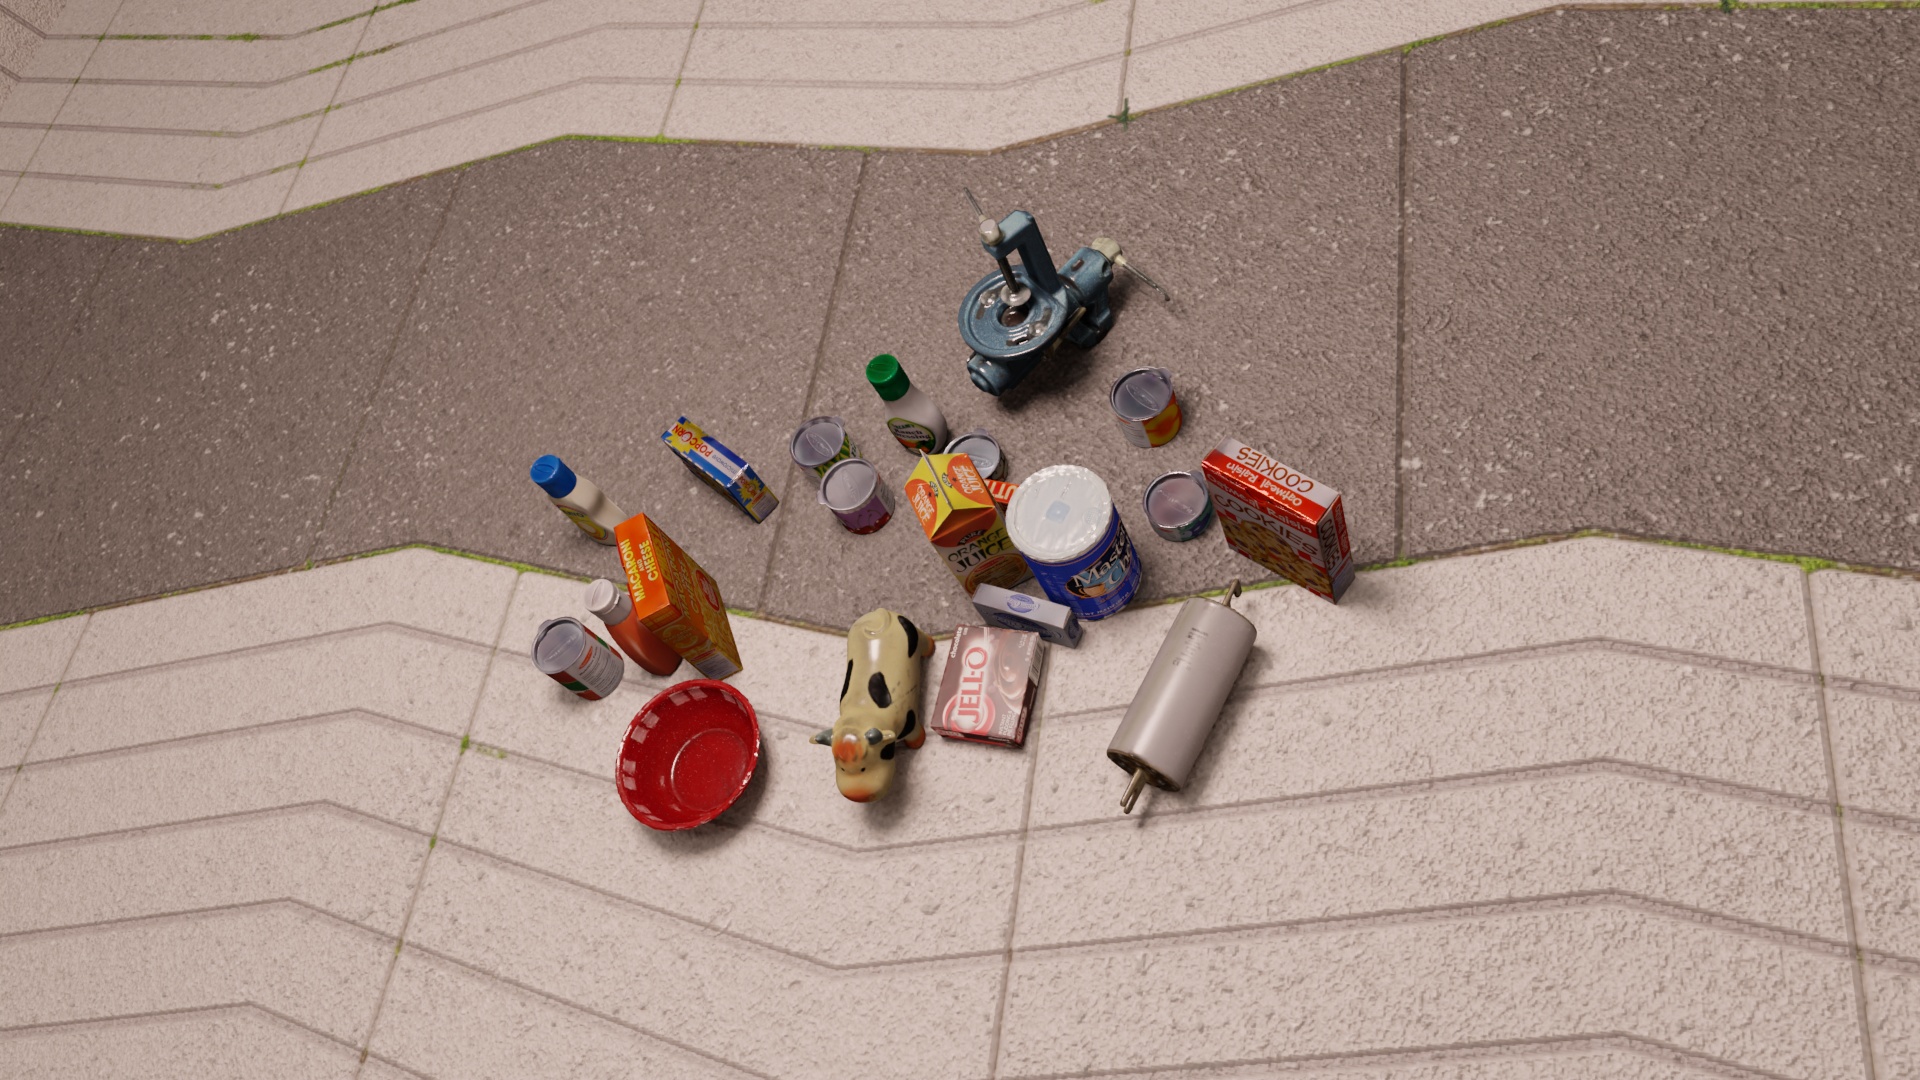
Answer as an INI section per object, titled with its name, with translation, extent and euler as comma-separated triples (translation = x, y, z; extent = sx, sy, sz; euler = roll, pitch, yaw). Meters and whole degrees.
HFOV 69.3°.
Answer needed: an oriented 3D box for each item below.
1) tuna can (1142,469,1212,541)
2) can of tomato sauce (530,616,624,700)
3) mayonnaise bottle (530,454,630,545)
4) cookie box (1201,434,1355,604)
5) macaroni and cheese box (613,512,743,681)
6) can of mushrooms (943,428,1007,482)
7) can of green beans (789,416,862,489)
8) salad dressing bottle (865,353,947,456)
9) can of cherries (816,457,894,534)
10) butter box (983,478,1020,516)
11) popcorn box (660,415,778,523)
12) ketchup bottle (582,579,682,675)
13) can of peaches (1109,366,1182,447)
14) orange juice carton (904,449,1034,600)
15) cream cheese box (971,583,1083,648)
[tuna can]
translation = 0.221, -0.036, 1.398
extent = 0.071, 0.032, 0.071
euler = -9, 60, 16
[can of tomato sauce]
translation = -0.417, 0.129, 1.512
extent = 0.071, 0.083, 0.071
euler = -9, 60, 16
[mayonnaise bottle]
translation = -0.432, -0.045, 1.576
extent = 0.065, 0.147, 0.041
euler = 10, 67, 25
[cookie box]
translation = 0.294, -0.017, 1.279
extent = 0.123, 0.167, 0.040
euler = 32, 77, 31
[macaroni and cheese box]
translation = -0.295, 0.063, 1.453
extent = 0.040, 0.166, 0.124
euler = -28, 56, 5
[can of mushrooms]
translation = 0.017, -0.083, 1.500
extent = 0.071, 0.033, 0.071
euler = -9, 60, 16
[can of green beans]
translation = -0.150, -0.096, 1.554
extent = 0.071, 0.057, 0.071
euler = -9, 60, 16
[salad dressing bottle]
translation = -0.059, -0.145, 1.494
extent = 0.064, 0.147, 0.044
euler = 8, 66, 24
[can of cherries]
translation = -0.114, -0.047, 1.513
extent = 0.071, 0.058, 0.072
euler = -9, 60, 16
[butter box]
translation = 0.057, -0.037, 1.447
extent = 0.103, 0.053, 0.024
euler = 12, 67, 26
[popcorn box]
translation = -0.272, -0.080, 1.574
extent = 0.127, 0.085, 0.038
euler = 35, 78, 32
[ketchup bottle]
translation = -0.344, 0.088, 1.468
extent = 0.043, 0.148, 0.065
euler = 1, 63, 21
[can of peaches]
translation = 0.196, -0.140, 1.450
extent = 0.071, 0.058, 0.071
euler = -9, 60, 16
[orange juice carton]
translation = 0.005, -0.017, 1.371
extent = 0.073, 0.192, 0.072
euler = -28, 56, 4
[cream cheese box]
translation = 0.067, 0.075, 1.380
extent = 0.104, 0.053, 0.024
euler = 15, 69, 27
